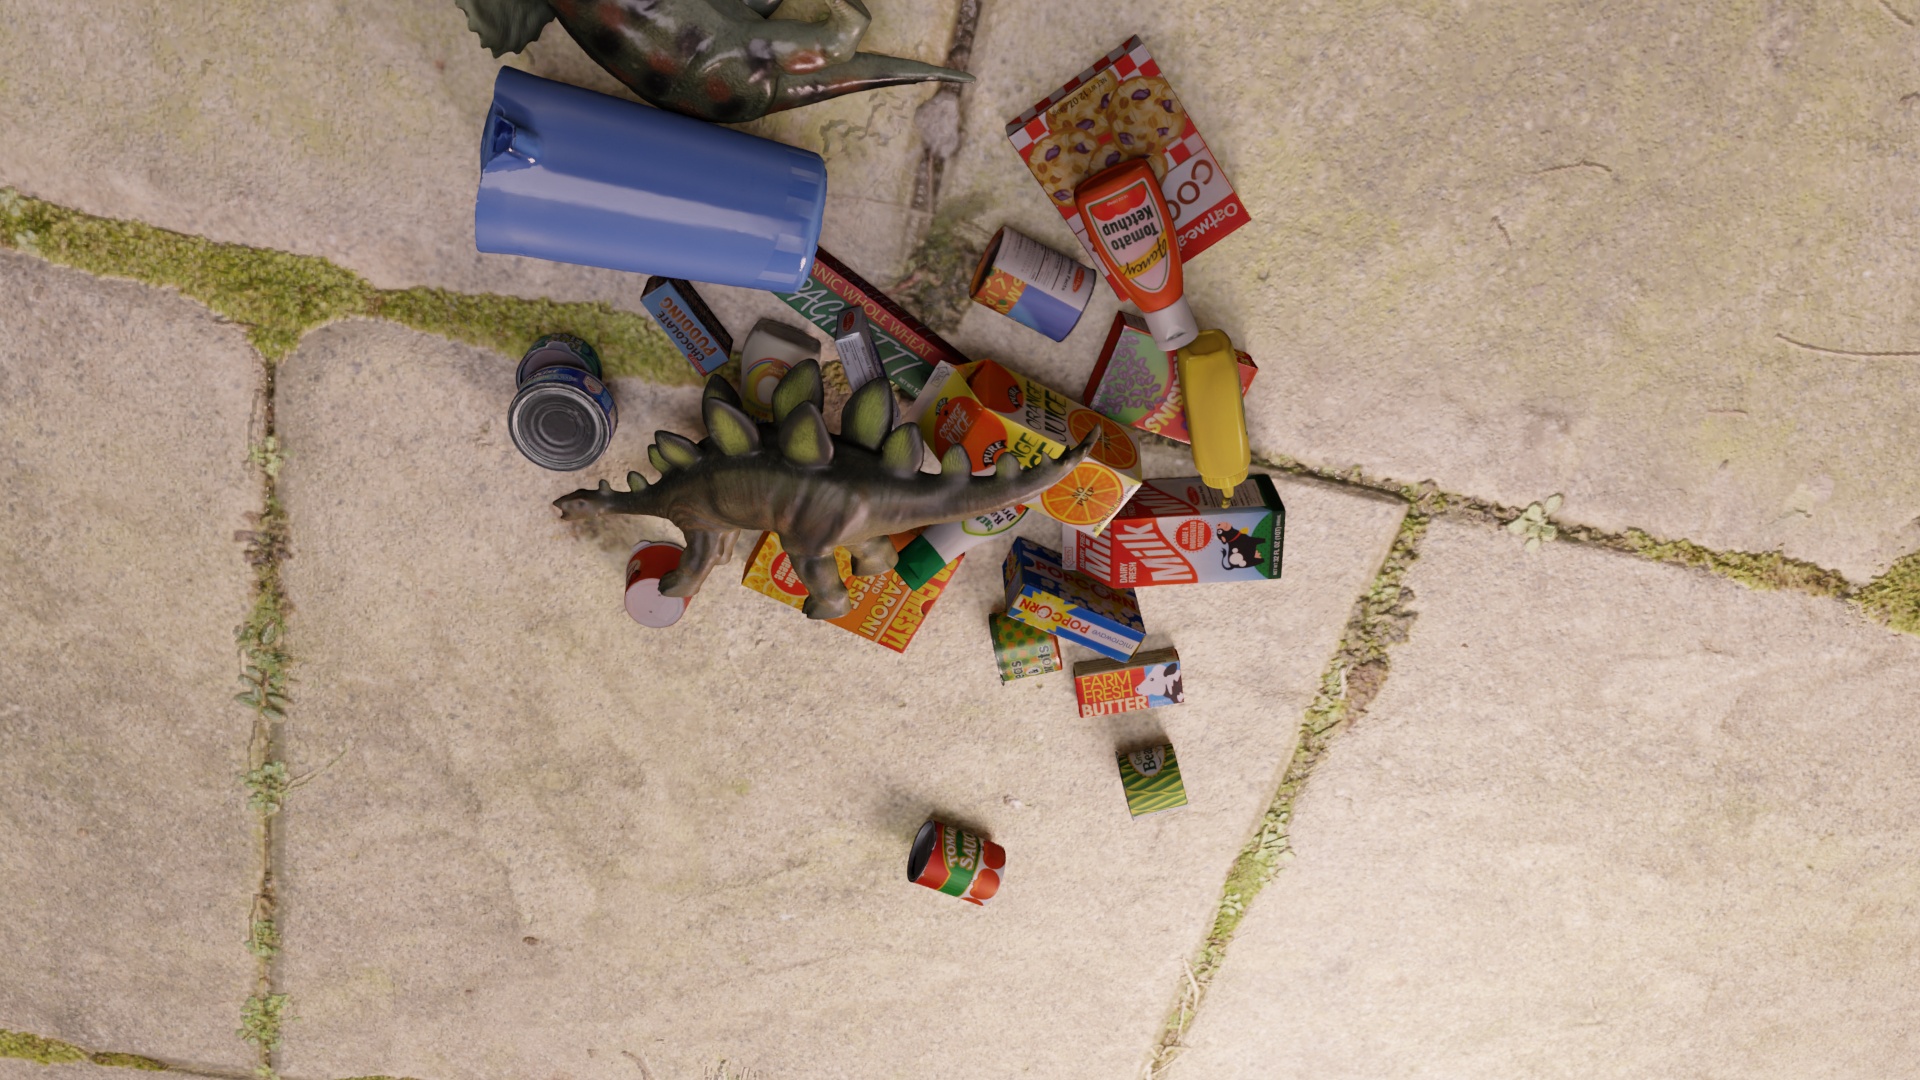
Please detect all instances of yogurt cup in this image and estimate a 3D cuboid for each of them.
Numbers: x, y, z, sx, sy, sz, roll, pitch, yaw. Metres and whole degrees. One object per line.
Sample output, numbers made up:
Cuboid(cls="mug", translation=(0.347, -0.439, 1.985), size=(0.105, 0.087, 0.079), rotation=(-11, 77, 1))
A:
Cuboid(cls="yogurt cup", translation=(-0.274, 0.043, 1.264), size=(0.072, 0.054, 0.072), rotation=(-1, 120, -2))

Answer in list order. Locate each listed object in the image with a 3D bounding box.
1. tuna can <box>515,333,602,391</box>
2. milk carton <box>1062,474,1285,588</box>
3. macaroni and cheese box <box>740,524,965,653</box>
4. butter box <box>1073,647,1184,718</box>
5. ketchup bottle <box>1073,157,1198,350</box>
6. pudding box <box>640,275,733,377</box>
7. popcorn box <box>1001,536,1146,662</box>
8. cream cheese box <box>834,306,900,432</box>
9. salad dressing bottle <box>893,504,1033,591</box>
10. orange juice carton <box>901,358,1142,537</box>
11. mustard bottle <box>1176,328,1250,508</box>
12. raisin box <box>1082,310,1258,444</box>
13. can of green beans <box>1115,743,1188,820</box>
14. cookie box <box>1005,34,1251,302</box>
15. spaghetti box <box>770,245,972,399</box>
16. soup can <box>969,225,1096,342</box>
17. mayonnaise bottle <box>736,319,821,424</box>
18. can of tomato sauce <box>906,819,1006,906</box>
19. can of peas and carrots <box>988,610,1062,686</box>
Cuboid(cls="tuna can", translation=(-0.337, -0.141, 1.171), size=(0.071, 0.033, 0.070), rotation=(-1, 120, -1))
Cuboid(cls="milk carton", translation=(0.186, -0.008, 1.238), size=(0.191, 0.074, 0.072), rotation=(-3, 120, 0))
Cuboid(cls="macaroni and cheese box", translation=(-0.097, 0.019, 1.264), size=(0.166, 0.040, 0.123), rotation=(25, 116, -15))
Cuboid(cls="butter box", translation=(0.163, 0.139, 1.348), size=(0.103, 0.024, 0.053), rotation=(-10, 119, 3))
Cuboid(cls="ketchup bottle", translation=(0.144, -0.220, 1.087), size=(0.064, 0.044, 0.148), rotation=(-23, 118, 12))
Cuboid(cls="pudding box", translation=(-0.224, -0.181, 1.142), size=(0.030, 0.050, 0.083), rotation=(-30, 116, 13))
Cuboid(cls="popcorn box", translation=(0.102, 0.054, 1.264), size=(0.127, 0.085, 0.038), rotation=(23, 117, -14))
Cuboid(cls="cream cheese box", translation=(-0.076, -0.133, 1.137), size=(0.024, 0.053, 0.103), rotation=(-14, 122, 9))
Cuboid(cls="salad dressing bottle", translation=(0.004, -0.015, 1.217), size=(0.148, 0.044, 0.064), rotation=(-40, 103, -4))
Cuboid(cls="orange juice carton", translation=(0.051, -0.083, 1.153), size=(0.193, 0.073, 0.071), rotation=(24, 128, -17))
Cuboid(cls="mustard bottle", translation=(0.213, -0.095, 1.152), size=(0.049, 0.065, 0.159), rotation=(-11, 124, 9))
Cuboid(cls="raisin box", translation=(0.178, -0.135, 1.186), size=(0.123, 0.040, 0.085), rotation=(16, 117, -11))
Cuboid(cls="can of green beans", translation=(0.191, 0.240, 1.382), size=(0.058, 0.071, 0.071), rotation=(-15, 119, 6))
Cuboid(cls="cookie box", translation=(0.133, -0.290, 1.097), size=(0.123, 0.040, 0.167), rotation=(-32, 116, 15))
Cuboid(cls="spaghetti box", translation=(-0.062, -0.170, 1.165), size=(0.250, 0.029, 0.050), rotation=(35, 114, -19))
Cuboid(cls="soup can", translation=(0.057, -0.207, 1.128), size=(0.084, 0.072, 0.071), rotation=(24, 116, -14))
Cuboid(cls="mayonnaise bottle", translation=(-0.170, -0.112, 1.187), size=(0.065, 0.041, 0.147), rotation=(19, 117, -11))
Cuboid(cls="can of tomato sauce", translation=(-0.003, 0.330, 1.427), size=(0.083, 0.071, 0.071), rotation=(23, 116, -15))
Cuboid(cls="can of peas and carrots", translation=(0.061, 0.097, 1.295), size=(0.059, 0.071, 0.070), rotation=(-12, 119, 5))
